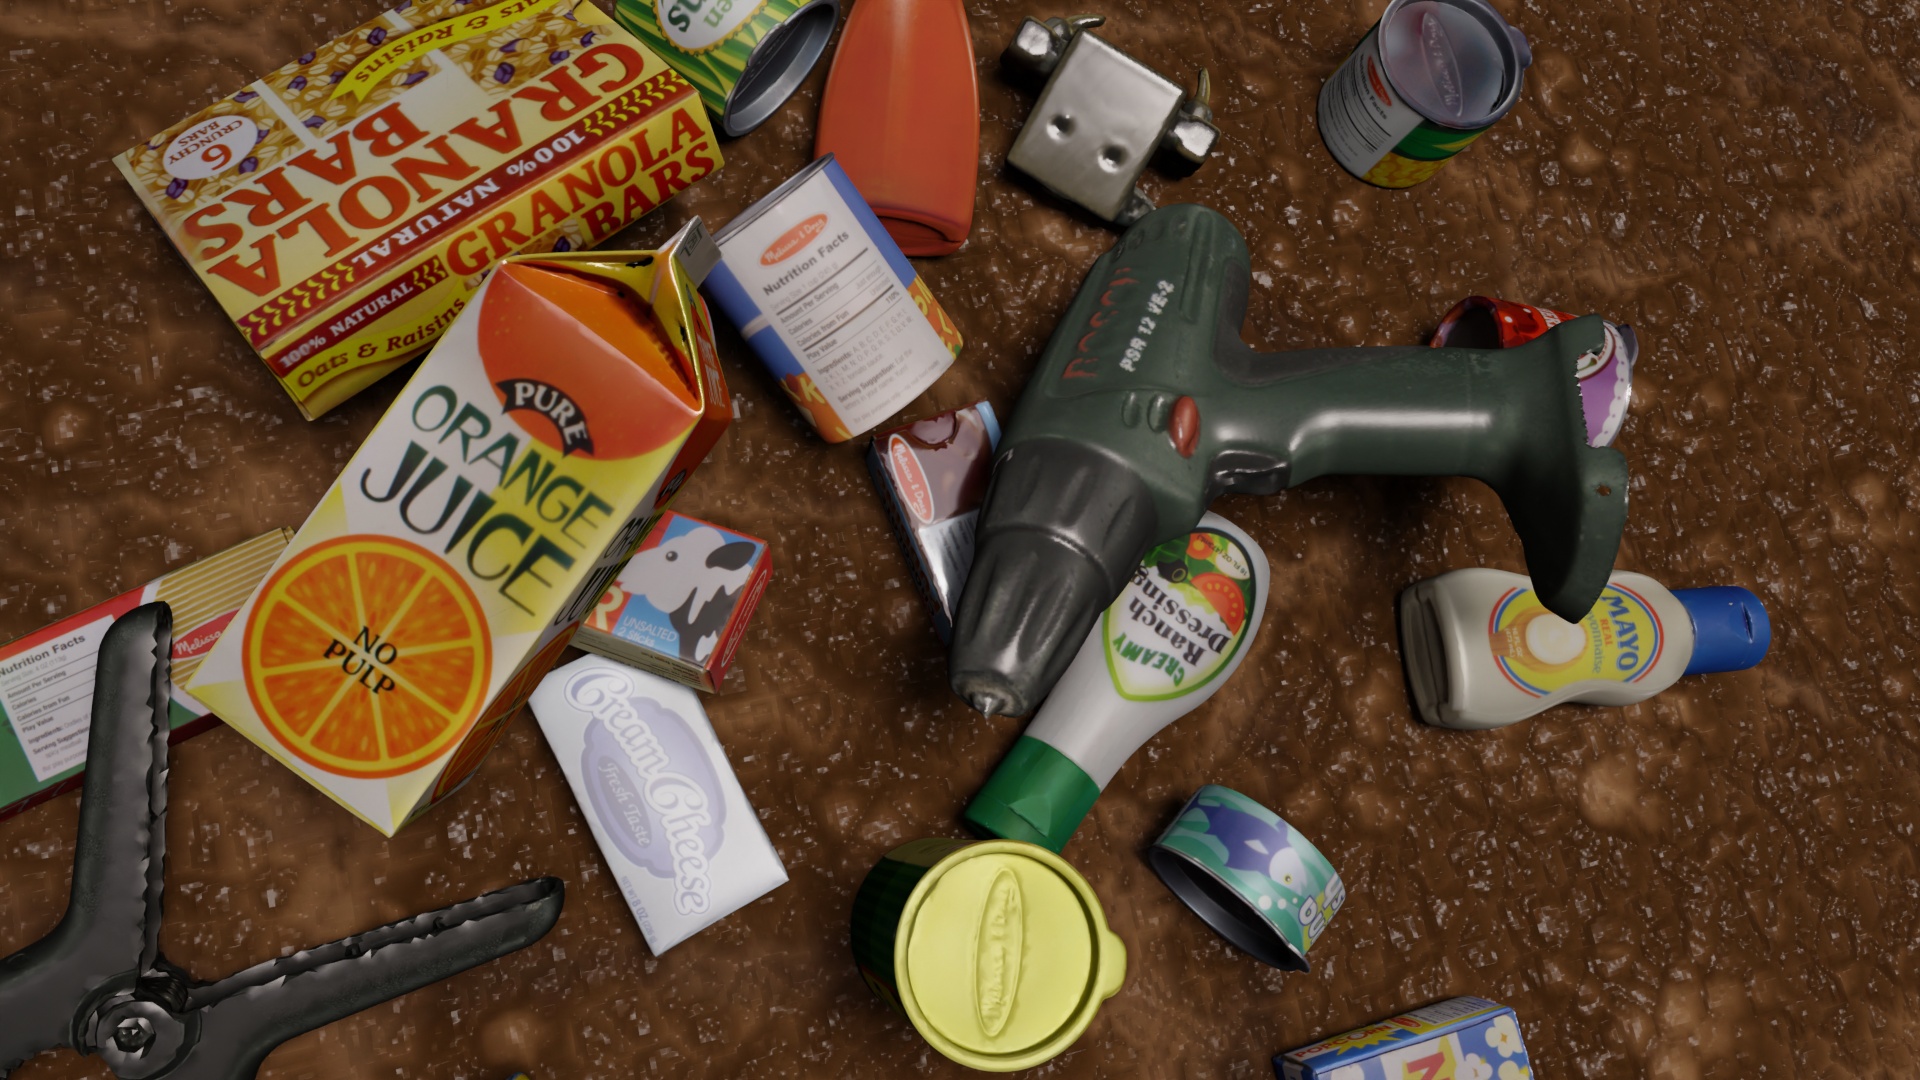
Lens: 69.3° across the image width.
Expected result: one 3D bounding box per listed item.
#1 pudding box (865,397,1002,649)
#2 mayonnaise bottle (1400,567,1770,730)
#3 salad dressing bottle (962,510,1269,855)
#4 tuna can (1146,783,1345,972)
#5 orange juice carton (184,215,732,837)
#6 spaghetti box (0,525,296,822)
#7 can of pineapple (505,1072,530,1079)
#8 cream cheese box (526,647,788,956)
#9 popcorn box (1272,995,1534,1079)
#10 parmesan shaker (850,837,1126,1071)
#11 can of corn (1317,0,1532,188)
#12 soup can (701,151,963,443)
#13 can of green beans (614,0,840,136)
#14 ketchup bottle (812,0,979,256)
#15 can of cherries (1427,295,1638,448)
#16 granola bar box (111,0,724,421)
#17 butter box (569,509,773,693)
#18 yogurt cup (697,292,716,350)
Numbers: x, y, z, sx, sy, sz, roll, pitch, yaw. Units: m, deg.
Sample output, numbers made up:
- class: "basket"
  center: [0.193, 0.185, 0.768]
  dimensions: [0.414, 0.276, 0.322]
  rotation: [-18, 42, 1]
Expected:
- class: "pudding box"
  center: [0.002, -0.007, 0.528]
  dimensions: [0.050, 0.030, 0.084]
  rotation: [-21, 83, -15]
- class: "mayonnaise bottle"
  center: [0.257, 0.040, 0.569]
  dimensions: [0.148, 0.041, 0.065]
  rotation: [-3, 77, -13]
- class: "salad dressing bottle"
  center: [0.058, 0.055, 0.520]
  dimensions: [0.064, 0.044, 0.148]
  rotation: [38, 73, 0]
- class: "tuna can"
  center: [0.105, 0.122, 0.502]
  dimensions: [0.071, 0.071, 0.033]
  rotation: [43, 72, -1]
- class: "orange juice carton"
  center: [-0.132, -0.015, 0.419]
  dimensions: [0.073, 0.072, 0.192]
  rotation: [36, 90, -3]
- class: "spaghetti box"
  center: [-0.323, 0.070, 0.438]
  dimensions: [0.251, 0.028, 0.050]
  rotation: [-26, 85, -17]
- class: "can of pineapple"
  center: [-0.141, 0.208, 0.428]
  dimensions: [0.071, 0.071, 0.058]
  rotation: [-43, 90, -17]
- class: "cream cheese box"
  center: [-0.107, 0.085, 0.486]
  dimensions: [0.053, 0.024, 0.104]
  rotation: [-27, 85, -18]
- class: "popcorn box"
  center: [0.175, 0.242, 0.508]
  dimensions: [0.085, 0.038, 0.127]
  rotation: [-11, 80, -16]
- class: "parmesan shaker"
  center: [0.005, 0.133, 0.459]
  dimensions: [0.071, 0.103, 0.071]
  rotation: [3, 78, -12]
- class: "can of corn"
  center: [0.199, -0.195, 0.600]
  dimensions: [0.071, 0.058, 0.071]
  rotation: [3, 77, -12]
- class: "soup can"
  center: [-0.049, -0.088, 0.507]
  dimensions: [0.071, 0.071, 0.083]
  rotation: [-43, 110, -17]
- class: "can of green beans"
  center: [-0.089, -0.200, 0.531]
  dimensions: [0.058, 0.071, 0.071]
  rotation: [42, 73, -1]
- class: "ketchup bottle"
  center: [-0.022, -0.190, 0.556]
  dimensions: [0.065, 0.043, 0.149]
  rotation: [6, 76, -8]
- class: "can of cherries"
  center: [0.232, -0.066, 0.572]
  dimensions: [0.058, 0.071, 0.071]
  rotation: [10, 76, -10]
- class: "granola bar box"
  center: [-0.187, -0.131, 0.482]
  dimensions: [0.166, 0.039, 0.124]
  rotation: [-38, 61, -18]
- class: "butter box"
  center: [-0.123, 0.011, 0.481]
  dimensions: [0.103, 0.024, 0.053]
  rotation: [18, 60, 7]
- class: "yogurt cup"
  center: [-0.119, -0.061, 0.496]
  dimensions: [0.054, 0.072, 0.072]
  rotation: [-6, 79, -22]
